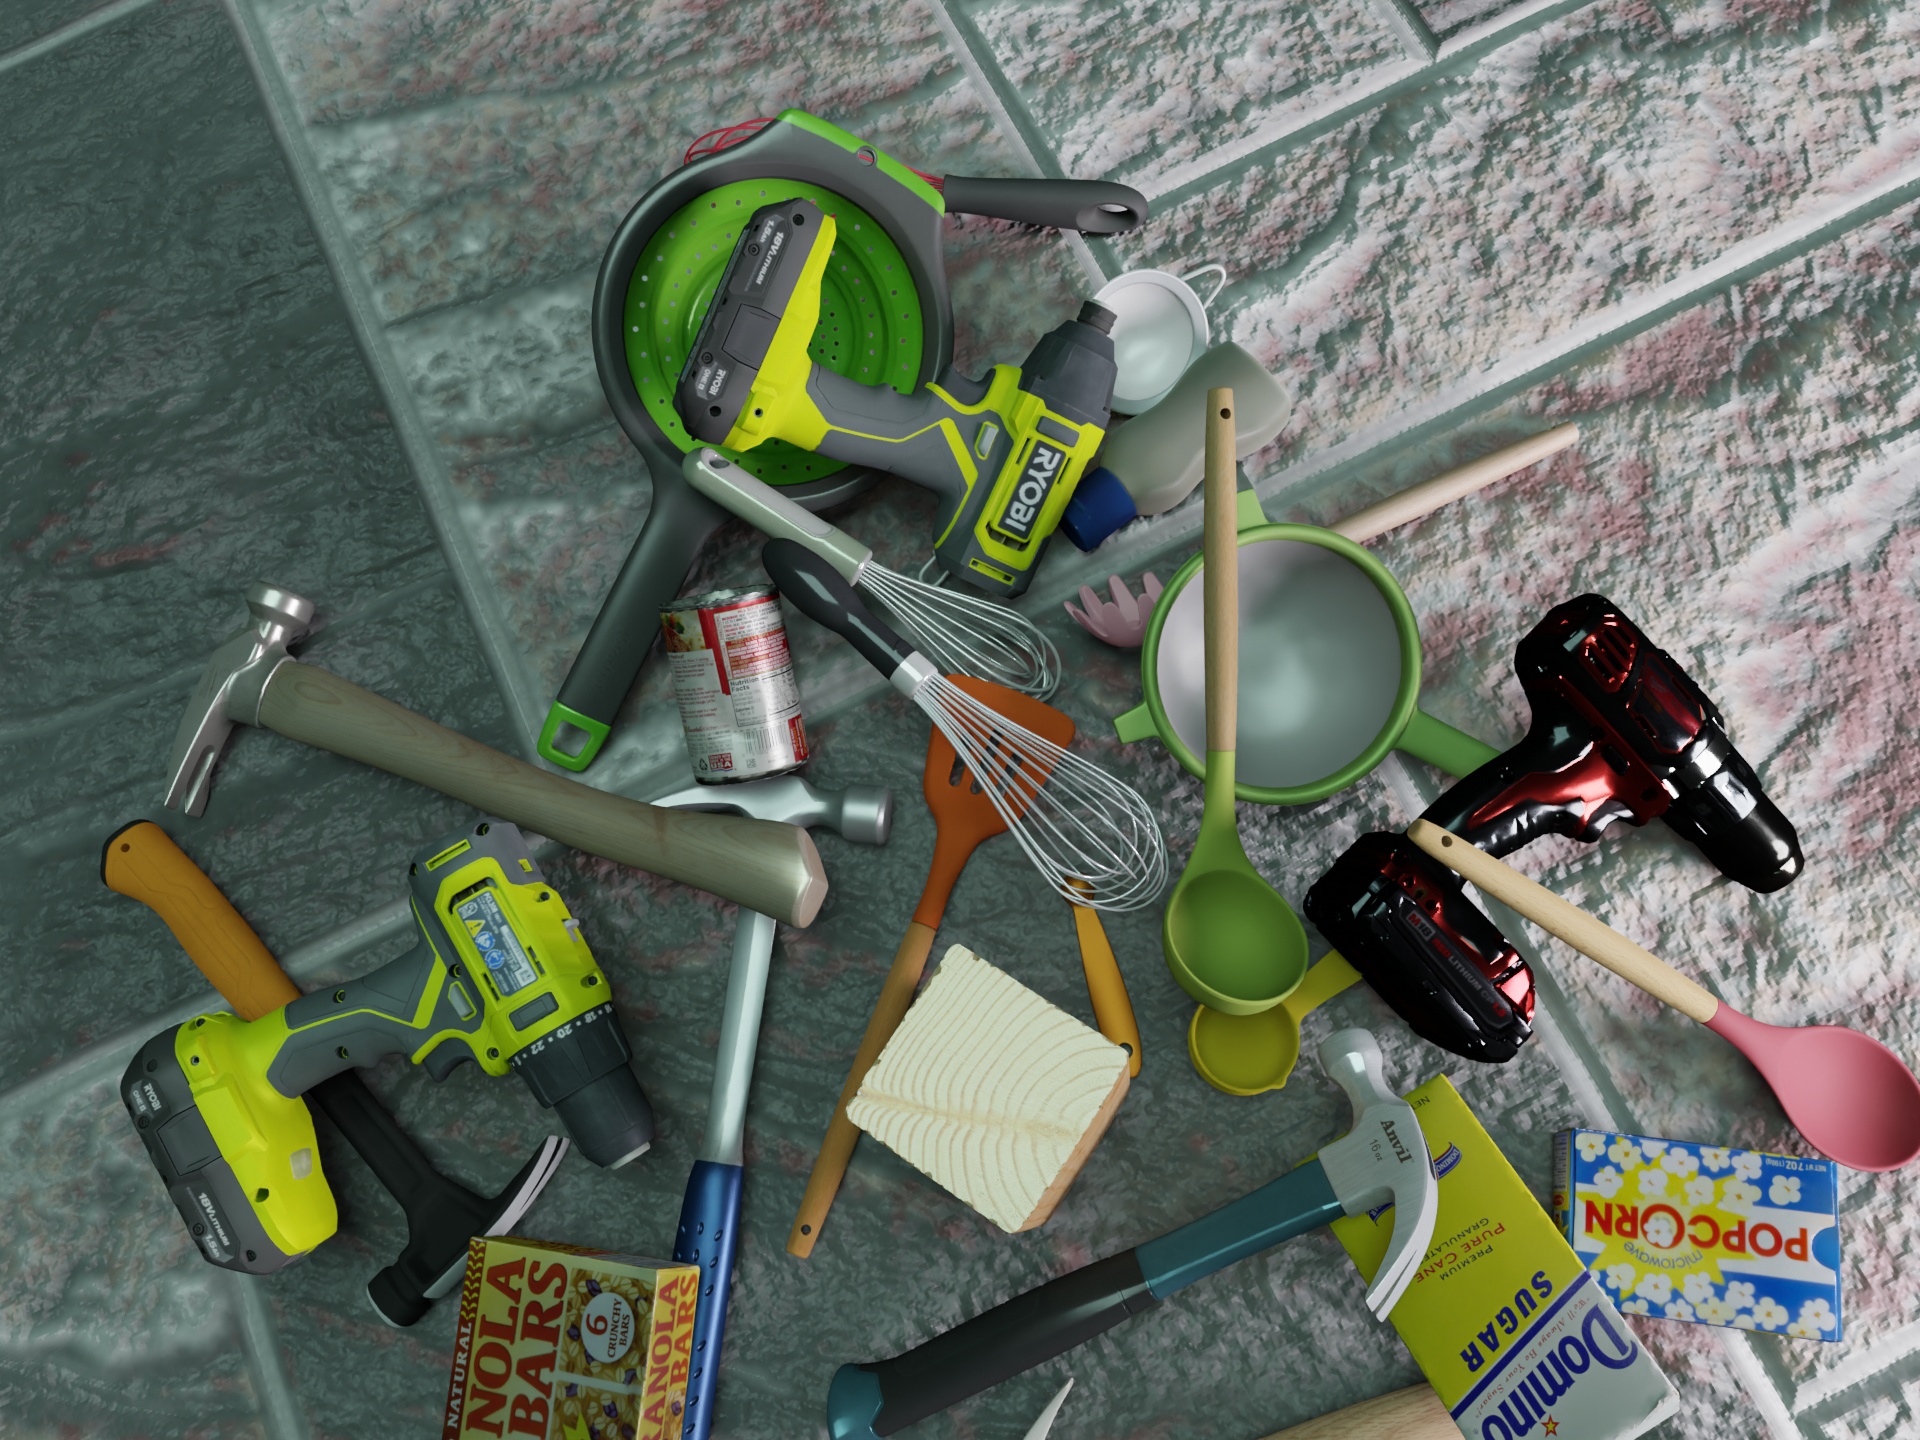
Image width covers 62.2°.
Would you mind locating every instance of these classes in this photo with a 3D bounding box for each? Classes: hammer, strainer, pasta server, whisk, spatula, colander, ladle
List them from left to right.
[{"bbox_3d":[-0.370,0.171,0.897,0.337,0.034,0.127,42,83,16],"label":"hammer"},{"bbox_3d":[-0.266,0.043,0.896,0.411,0.038,0.146,18,81,18],"label":"hammer"},{"bbox_3d":[-0.149,-0.155,0.947,0.204,0.094,0.397,27,96,-14],"label":"colander"},{"bbox_3d":[-0.133,0.225,0.853,0.144,0.035,0.406,5,74,8],"label":"hammer"},{"bbox_3d":[-0.050,-0.082,0.898,0.246,0.059,0.058,32,36,-6],"label":"whisk"},{"bbox_3d":[-0.029,0.134,0.866,0.081,0.041,0.323,21,78,0],"label":"spatula"},{"bbox_3d":[-0.029,-0.334,1.002,0.296,0.073,0.073,6,74,3],"label":"whisk"},{"bbox_3d":[-0.001,-0.003,0.852,0.285,0.070,0.070,42,82,8],"label":"whisk"},{"bbox_3d":[0.061,-0.178,0.952,0.258,0.050,0.086,-49,118,-3],"label":"strainer"},{"bbox_3d":[0.079,0.277,0.784,0.331,0.033,0.128,-28,47,8],"label":"hammer"},{"bbox_3d":[0.138,-0.011,0.812,0.078,0.062,0.320,-1,91,-17],"label":"ladle"},{"bbox_3d":[0.174,0.358,0.780,0.331,0.031,0.130,-18,72,0],"label":"hammer"},{"bbox_3d":[0.212,-0.112,0.916,0.316,0.060,0.040,-24,109,-4],"label":"pasta server"},{"bbox_3d":[0.217,-0.009,0.877,0.256,0.069,0.151,26,93,-5],"label":"strainer"},{"bbox_3d":[0.344,0.130,0.775,0.315,0.031,0.069,31,68,-11],"label":"ladle"}]

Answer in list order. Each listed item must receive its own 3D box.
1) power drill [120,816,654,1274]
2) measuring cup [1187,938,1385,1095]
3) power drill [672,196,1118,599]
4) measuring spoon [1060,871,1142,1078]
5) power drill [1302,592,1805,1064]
[{"bbox_3d":[-0.286,0.184,0.822,0.228,0.080,0.190,-30,84,-4],"label":"power drill"},{"bbox_3d":[0.188,0.145,0.852,0.156,0.029,0.062,-31,73,-16],"label":"measuring cup"},{"bbox_3d":[-0.029,-0.187,0.875,0.223,0.080,0.171,23,98,-17],"label":"power drill"},{"bbox_3d":[0.077,0.137,0.868,0.021,0.011,0.117,-16,72,2],"label":"measuring spoon"},{"bbox_3d":[0.312,0.071,0.817,0.227,0.080,0.188,-45,96,-7],"label":"power drill"}]
